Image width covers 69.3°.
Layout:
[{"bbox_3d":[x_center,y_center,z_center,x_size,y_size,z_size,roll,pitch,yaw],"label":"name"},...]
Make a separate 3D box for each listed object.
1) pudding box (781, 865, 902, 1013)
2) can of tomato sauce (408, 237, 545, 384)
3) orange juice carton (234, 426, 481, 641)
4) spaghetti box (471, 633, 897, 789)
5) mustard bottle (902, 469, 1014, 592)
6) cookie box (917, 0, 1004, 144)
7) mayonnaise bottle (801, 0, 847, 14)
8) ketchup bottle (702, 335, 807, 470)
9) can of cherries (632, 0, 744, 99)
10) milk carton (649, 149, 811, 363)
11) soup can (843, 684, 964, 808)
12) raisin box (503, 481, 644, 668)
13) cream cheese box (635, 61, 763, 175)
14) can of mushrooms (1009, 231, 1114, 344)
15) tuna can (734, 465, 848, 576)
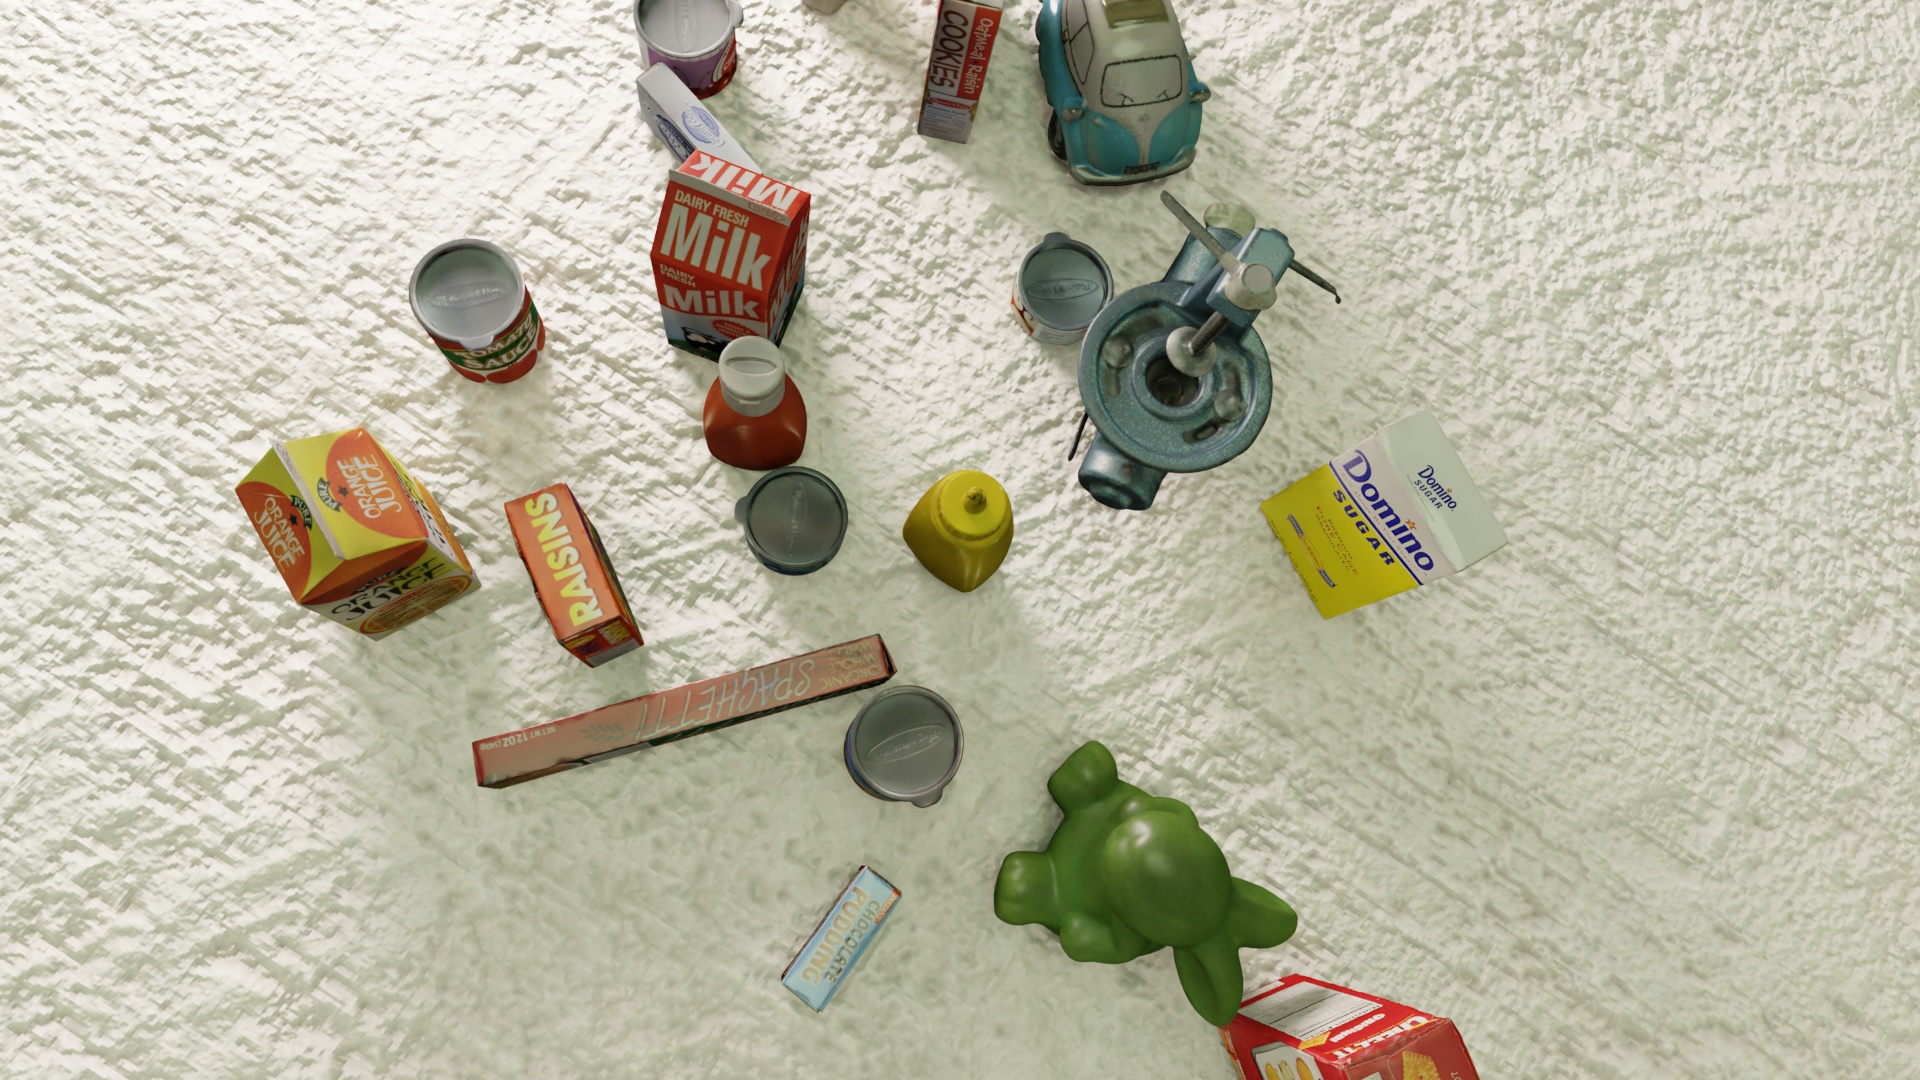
[{"bbox_3d":[-0.071,0.235,0.825,0.030,0.049,0.084,37,76,1],"label":"pudding box"},{"bbox_3d":[-0.296,-0.138,0.859,0.071,0.083,0.071,2,78,-7],"label":"can of tomato sauce"},{"bbox_3d":[-0.332,-0.003,0.768,0.073,0.192,0.072,-30,84,-12],"label":"orange juice carton"},{"bbox_3d":[-0.163,0.103,0.841,0.250,0.050,0.029,-14,81,-10],"label":"spaghetti box"},{"bbox_3d":[0.003,-0.010,0.831,0.065,0.160,0.049,42,76,2],"label":"mustard bottle"},{"bbox_3d":[0.006,-0.355,0.904,0.040,0.167,0.123,11,77,-5],"label":"cookie box"},{"bbox_3d":[-0.082,-0.413,0.914,0.041,0.147,0.065,30,76,0],"label":"mayonnaise bottle"},{"bbox_3d":[-0.124,-0.081,0.836,0.065,0.148,0.043,3,78,-7],"label":"ketchup bottle"},{"bbox_3d":[-0.181,-0.337,0.931,0.071,0.058,0.071,2,78,-7],"label":"can of cherries"},{"bbox_3d":[-0.136,-0.167,0.832,0.072,0.190,0.073,20,77,-3],"label":"milk carton"},{"bbox_3d":[-0.035,0.127,0.836,0.071,0.083,0.071,2,78,-7],"label":"soup can"},{"bbox_3d":[-0.224,0.023,0.813,0.040,0.123,0.086,-23,82,-11],"label":"raisin box"},{"bbox_3d":[-0.171,-0.261,0.918,0.024,0.053,0.104,-41,86,-13],"label":"cream cheese box"},{"bbox_3d":[0.068,-0.170,0.940,0.071,0.033,0.071,2,78,-7],"label":"can of mushrooms"},{"bbox_3d":[-0.108,-0.012,0.883,0.071,0.032,0.071,2,78,-7],"label":"tuna can"}]
